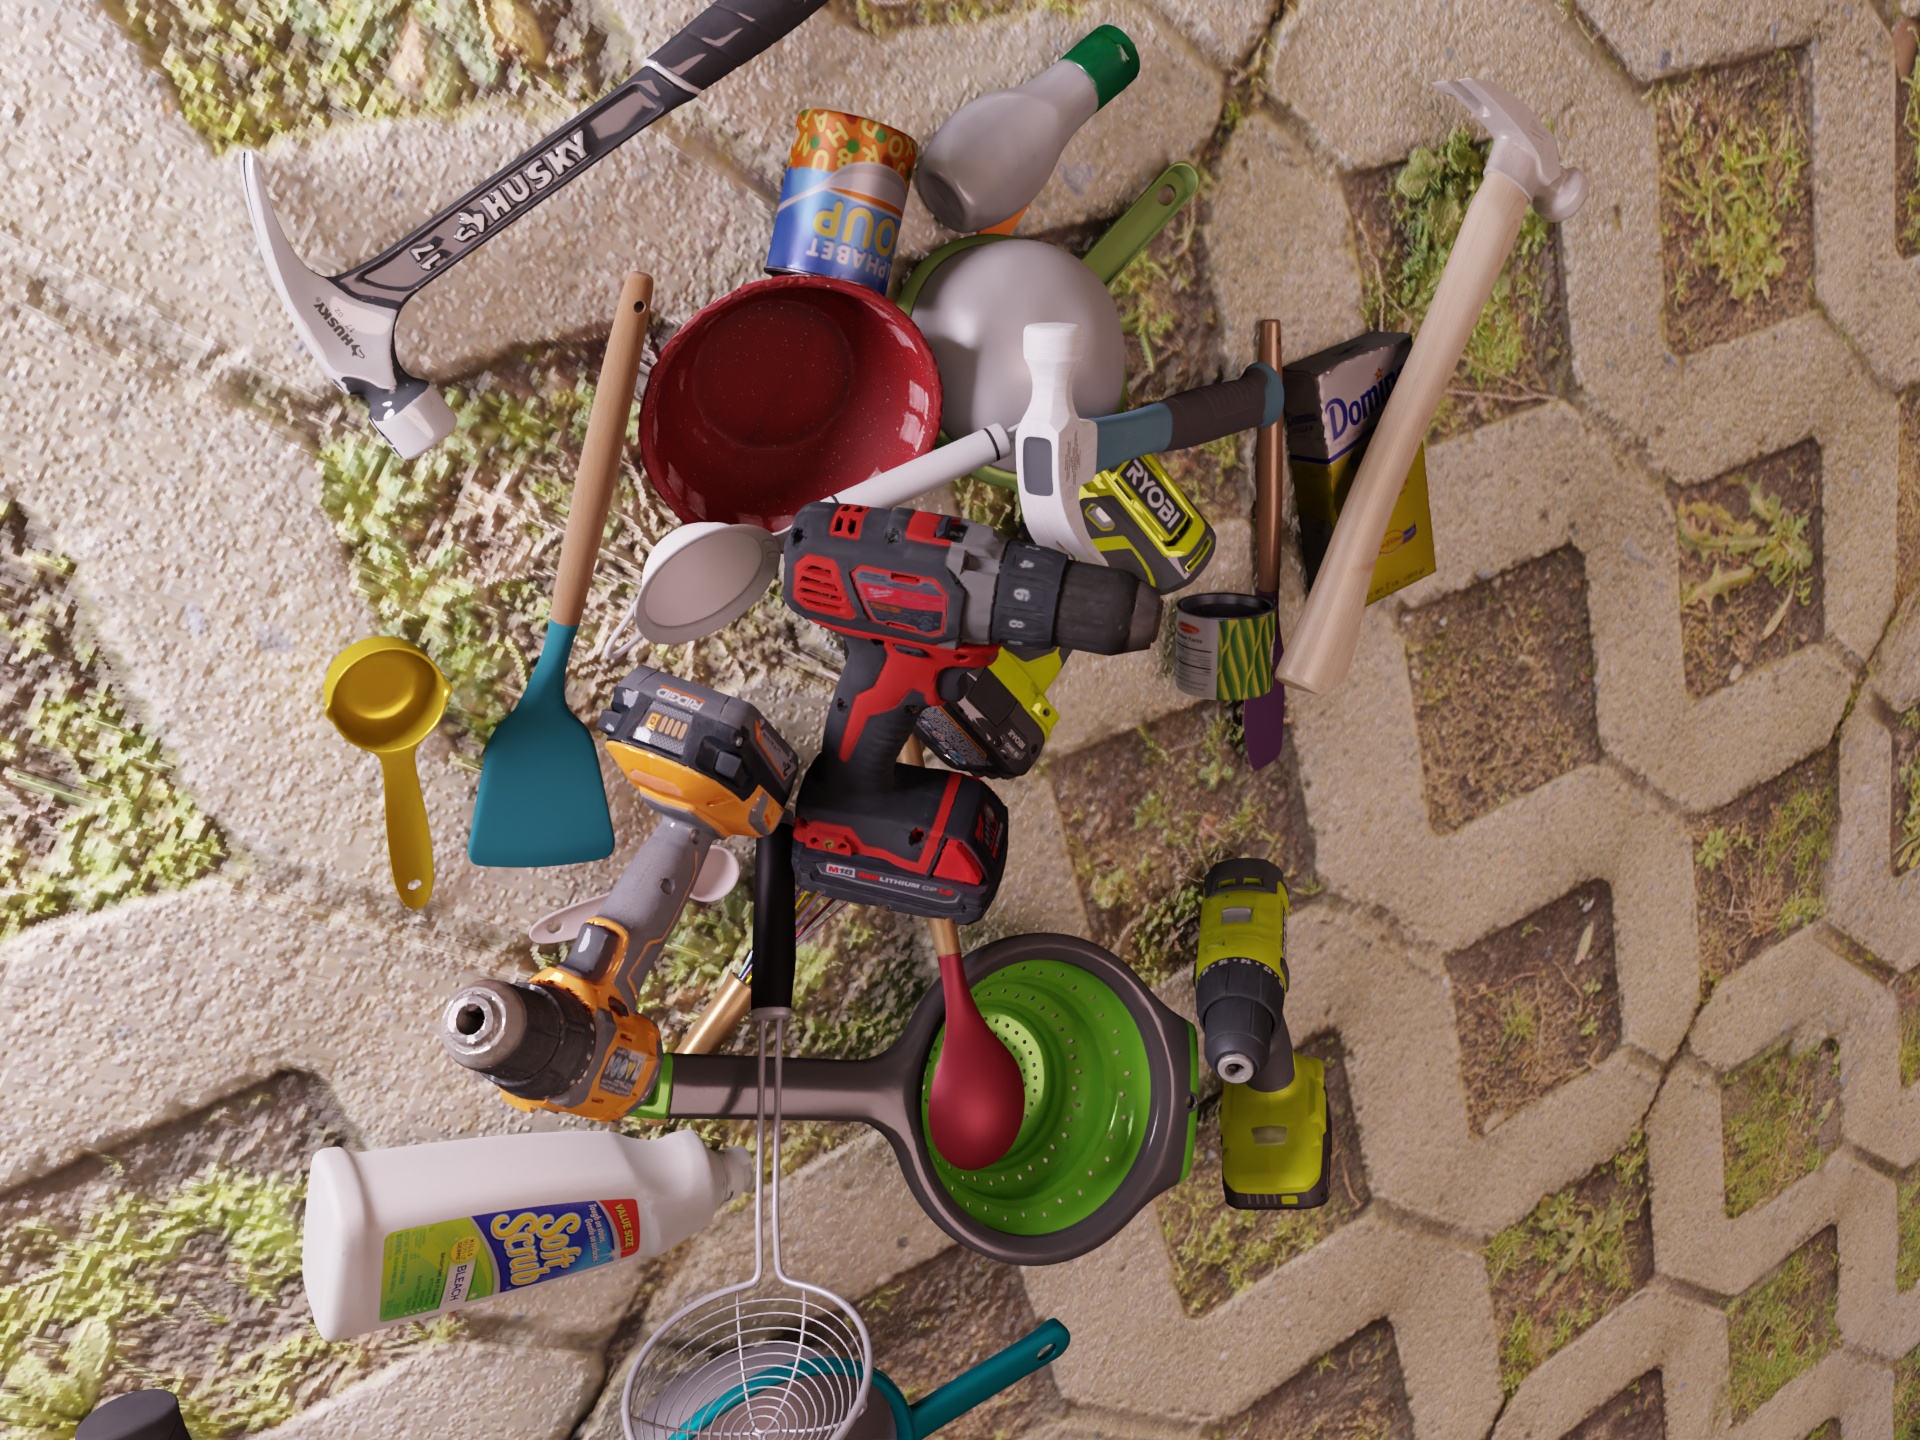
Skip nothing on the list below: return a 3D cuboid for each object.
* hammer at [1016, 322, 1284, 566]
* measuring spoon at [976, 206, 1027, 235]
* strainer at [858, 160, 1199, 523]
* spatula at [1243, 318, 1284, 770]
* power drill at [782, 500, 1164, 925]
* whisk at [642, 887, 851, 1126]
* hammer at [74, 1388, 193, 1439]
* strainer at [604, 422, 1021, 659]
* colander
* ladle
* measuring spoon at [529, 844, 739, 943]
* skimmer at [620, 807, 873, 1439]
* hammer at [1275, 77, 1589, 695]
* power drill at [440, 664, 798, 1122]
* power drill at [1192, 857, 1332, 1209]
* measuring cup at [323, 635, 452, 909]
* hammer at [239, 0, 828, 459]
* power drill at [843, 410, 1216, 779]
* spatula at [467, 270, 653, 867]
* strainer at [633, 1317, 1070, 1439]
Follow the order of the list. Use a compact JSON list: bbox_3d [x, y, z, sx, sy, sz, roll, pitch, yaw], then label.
[{"bbox_3d":[0.119,-0.172,0.916,0.331,0.033,0.128,-28,124,-56],"label":"hammer"},{"bbox_3d":[0.025,-0.289,0.926,0.021,0.011,0.117,34,85,-36],"label":"measuring spoon"},{"bbox_3d":[0.073,-0.246,0.904,0.151,0.069,0.256,45,68,-13],"label":"strainer"},{"bbox_3d":[0.212,-0.115,1.099,0.060,0.018,0.315,-24,118,-47],"label":"spatula"},{"bbox_3d":[-0.001,-0.003,0.833,0.188,0.080,0.226,11,127,5],"label":"power drill"},{"bbox_3d":[-0.116,0.139,0.952,0.051,0.047,0.245,38,86,-39],"label":"whisk"},{"bbox_3d":[-0.378,0.489,0.896,0.146,0.035,0.334,-37,122,-19],"label":"hammer"},{"bbox_3d":[-0.075,-0.105,0.837,0.258,0.050,0.086,-25,155,-9],"label":"strainer"},{"bbox_3d":[-0.038,0.229,0.997,0.396,0.094,0.204,8,81,-26],"label":"colander"},{"bbox_3d":[-0.012,0.115,0.956,0.069,0.031,0.315,-10,87,-33],"label":"ladle"},{"bbox_3d":[-0.188,0.100,0.913,0.124,0.018,0.034,-18,114,-20],"label":"measuring spoon"},{"bbox_3d":[-0.109,0.212,0.848,0.090,0.127,0.364,66,21,-66],"label":"skimmer"},{"bbox_3d":[0.296,-0.215,1.059,0.146,0.038,0.410,24,88,-36],"label":"hammer"},{"bbox_3d":[-0.174,0.089,0.808,0.185,0.084,0.226,63,48,-70],"label":"power drill"},{"bbox_3d":[0.210,0.237,1.123,0.080,0.191,0.228,-6,121,16],"label":"power drill"},{"bbox_3d":[-0.291,0.028,0.819,0.062,0.029,0.156,-14,124,-29],"label":"measuring cup"},{"bbox_3d":[-0.161,-0.311,0.786,0.409,0.036,0.149,-43,122,-15],"label":"hammer"},{"bbox_3d":[0.039,-0.091,0.948,0.171,0.080,0.223,46,68,-23],"label":"power drill"},{"bbox_3d":[-0.191,-0.069,0.811,0.082,0.044,0.317,0,119,-35],"label":"spatula"},{"bbox_3d":[-0.087,0.457,1.041,0.340,0.095,0.210,-18,117,-30],"label":"strainer"}]
